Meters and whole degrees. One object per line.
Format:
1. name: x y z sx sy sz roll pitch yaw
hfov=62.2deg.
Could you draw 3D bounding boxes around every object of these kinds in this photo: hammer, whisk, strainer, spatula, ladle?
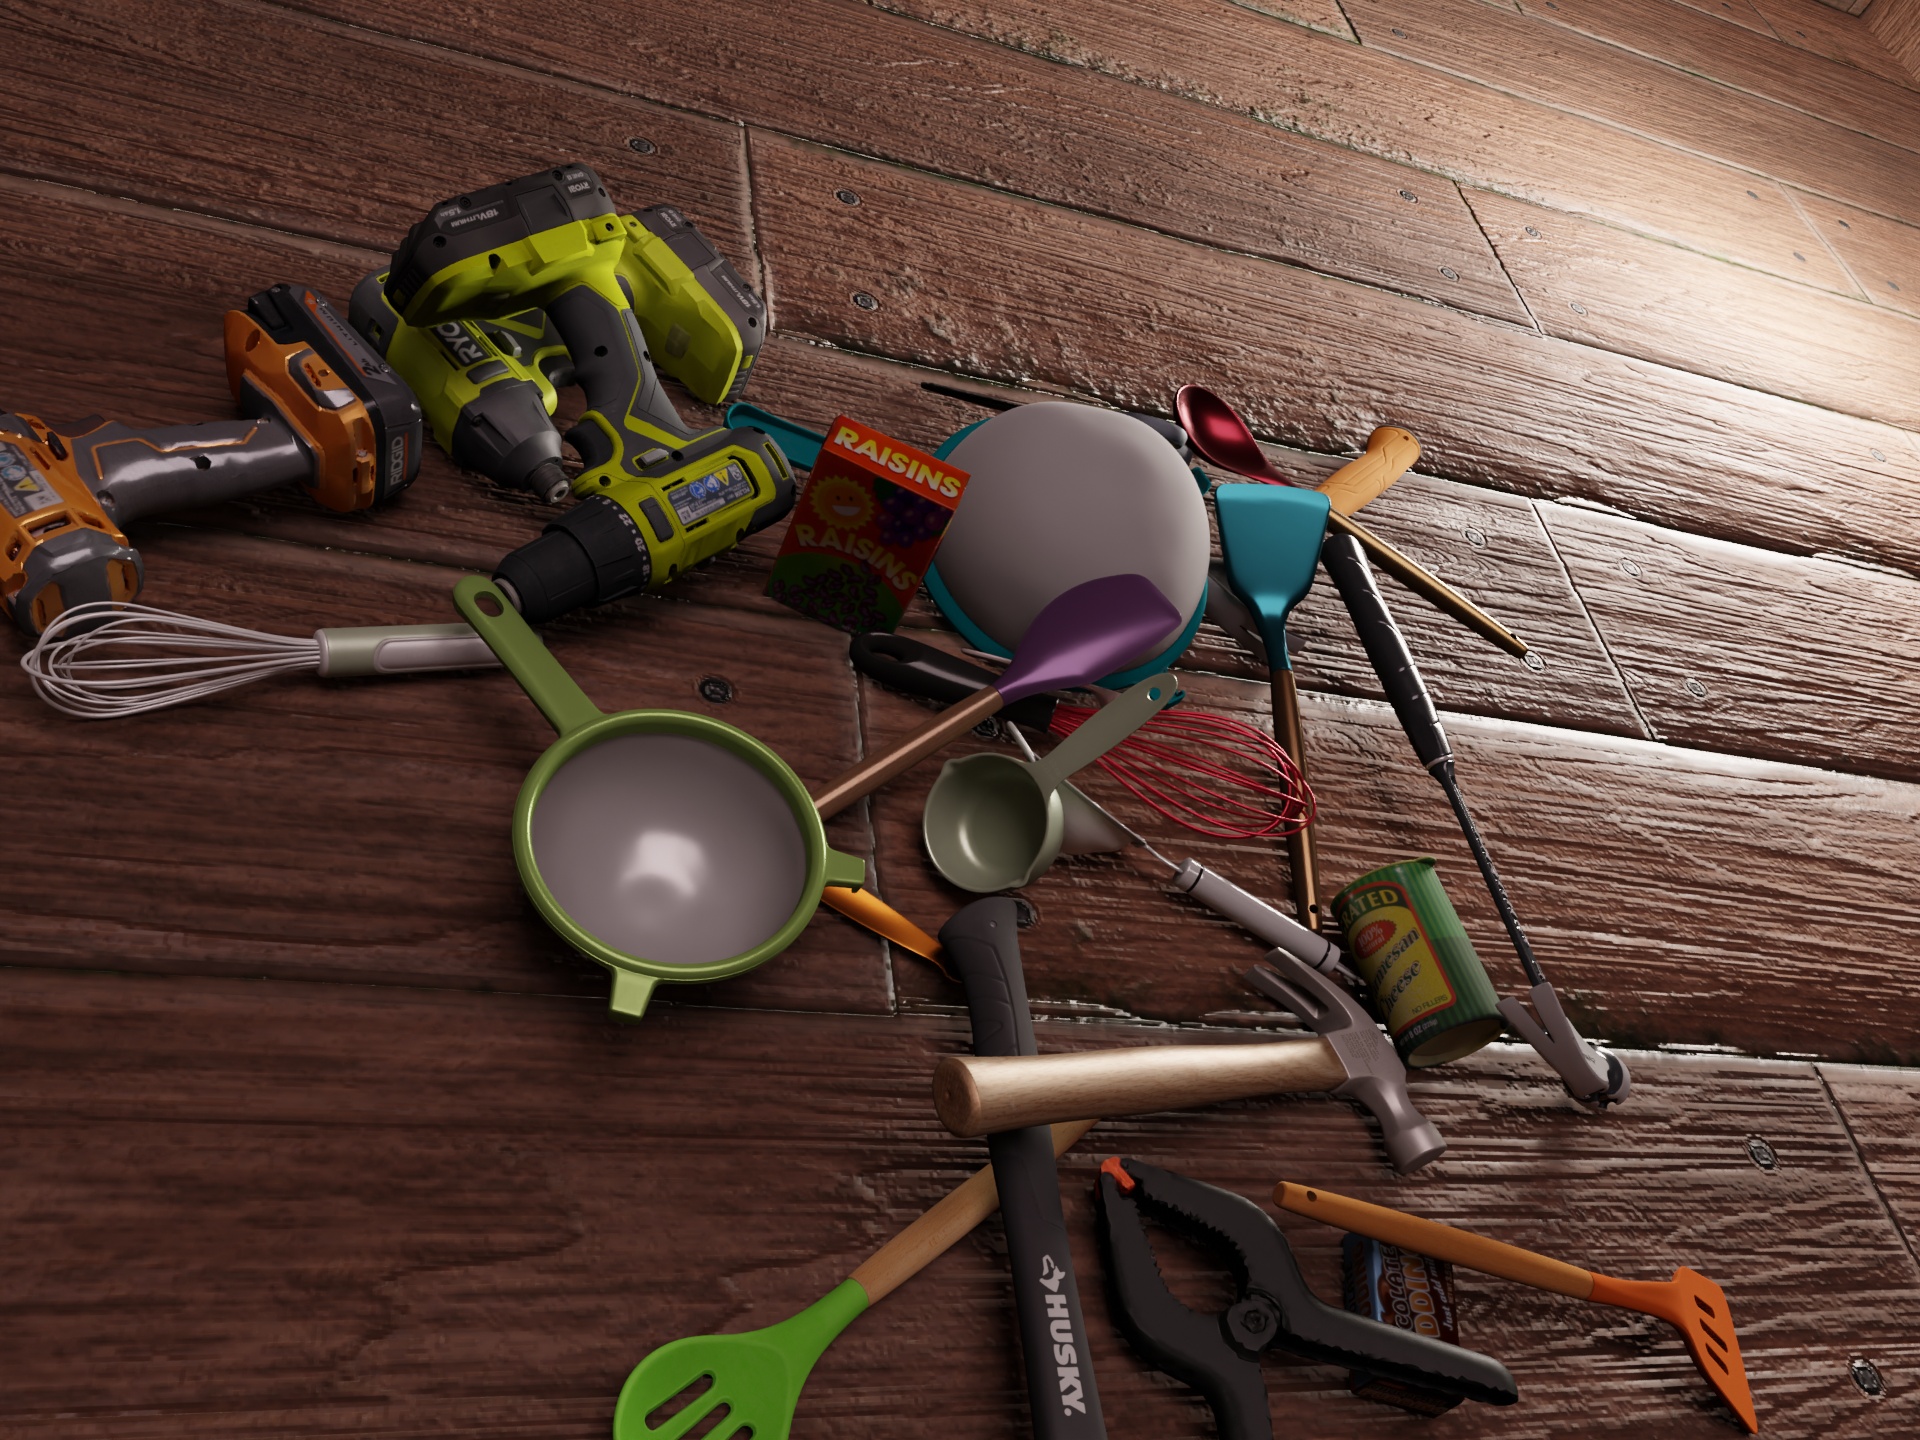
1. hammer: 0.116 0.175 0.795 0.331 0.031 0.130 7 45 -42
2. whisk: 0.073 0.004 0.950 0.296 0.073 0.073 20 45 2
3. strainer: -0.179 0.035 0.793 0.151 0.069 0.256 -29 69 -37
4. hammer: 0.275 -0.152 1.209 0.127 0.034 0.337 42 46 12
5. strainer: 0.021 -0.151 1.005 0.340 0.095 0.211 19 60 -13
6. spatula: -0.001 -0.003 0.896 0.316 0.018 0.060 -33 69 -25
7. hammer: 0.038 0.223 0.733 0.146 0.035 0.335 8 46 -19
8. spatula: 0.294 0.288 0.817 0.322 0.041 0.081 21 46 -16
9. strainer: 0.124 0.087 0.923 0.258 0.050 0.087 31 1 -7
10. whisk: -0.328 -0.033 0.795 0.246 0.057 0.059 -5 25 -35
11. ladle: 0.281 -0.142 1.160 0.315 0.031 0.069 37 46 6
12. hammer: 0.306 0.040 1.004 0.149 0.036 0.409 36 32 -48
13. spatula: 0.211 -0.013 1.023 0.082 0.044 0.318 4 59 -7

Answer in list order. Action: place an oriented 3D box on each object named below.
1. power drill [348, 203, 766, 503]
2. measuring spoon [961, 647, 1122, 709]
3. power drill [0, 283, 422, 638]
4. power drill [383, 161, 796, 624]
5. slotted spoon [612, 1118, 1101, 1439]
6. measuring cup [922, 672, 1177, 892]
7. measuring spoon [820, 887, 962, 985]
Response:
1. power drill: -0.237 -0.230 0.991 0.171 0.080 0.223 48 51 10
2. measuring spoon: 0.058 -0.020 0.982 0.124 0.034 0.018 17 89 -9
3. power drill: -0.425 -0.154 0.829 0.185 0.084 0.226 44 51 15
4. power drill: -0.217 -0.175 0.884 0.190 0.080 0.228 -34 98 -38
5. slotted spoon: -0.027 0.247 0.720 0.314 0.031 0.070 -26 67 -42
6. measuring cup: 0.055 0.030 0.862 0.083 0.167 0.038 57 16 21
7. measuring spoon: -0.044 0.108 0.844 0.117 0.011 0.021 31 46 5
